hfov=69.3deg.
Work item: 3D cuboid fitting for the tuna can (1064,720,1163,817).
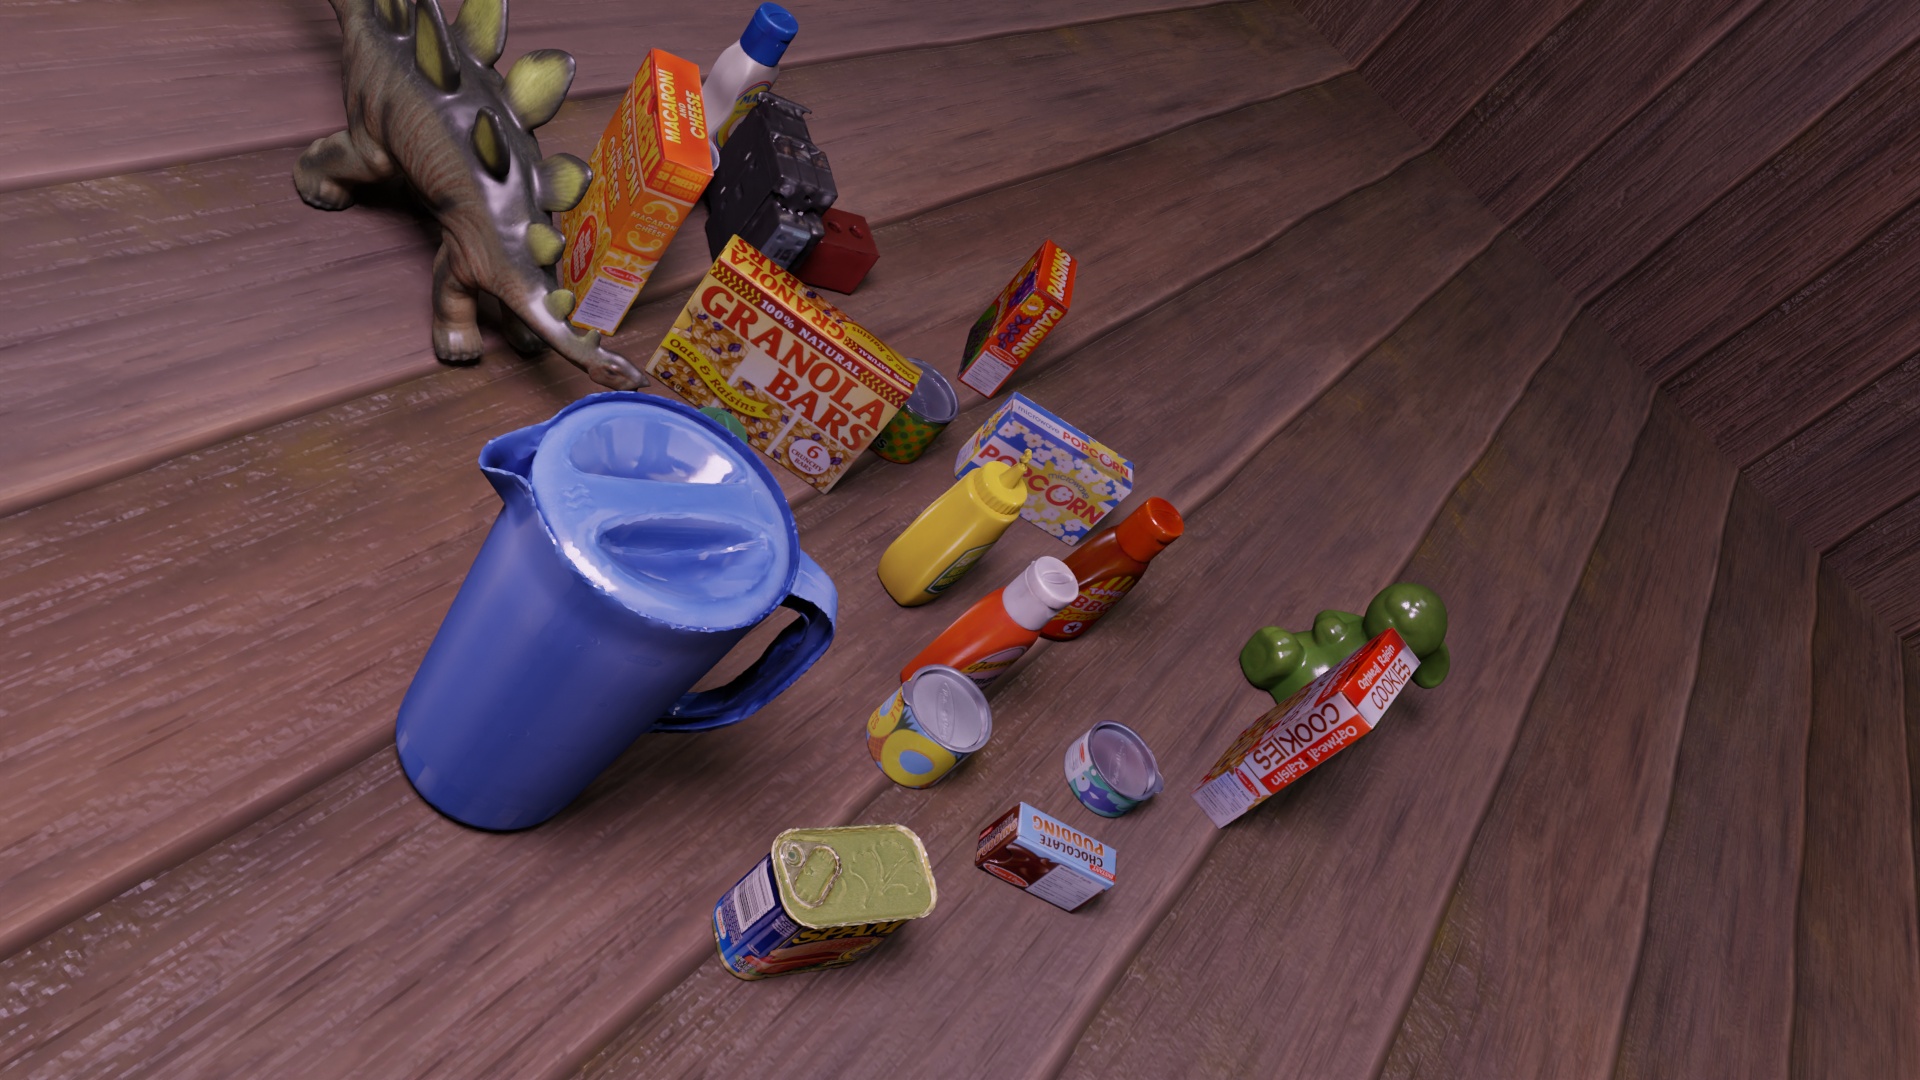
[{"bbox_3d":[0.114,0.171,1.033,0.071,0.032,0.071,24,42,-24],"label":"tuna can"}]

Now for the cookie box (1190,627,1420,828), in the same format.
[{"bbox_3d":[0.269,0.146,1.088,0.040,0.166,0.123,50,38,7],"label":"cookie box"}]

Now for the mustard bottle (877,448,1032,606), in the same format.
[{"bbox_3d":[0.004,-0.013,1.000,0.065,0.159,0.049,-20,70,-49],"label":"mustard bottle"}]

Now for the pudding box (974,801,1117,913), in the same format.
[{"bbox_3d":[0.058,0.213,0.931,0.083,0.049,0.030,30,40,-18],"label":"pudding box"}]

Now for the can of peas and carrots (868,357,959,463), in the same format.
[{"bbox_3d":[-0.046,-0.104,1.122,0.071,0.058,0.071,24,42,-24],"label":"can of peas and carrots"}]

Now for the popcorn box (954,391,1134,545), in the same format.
[{"bbox_3d":[0.070,-0.059,1.163,0.126,0.085,0.038,30,40,-18],"label":"popcorn box"}]

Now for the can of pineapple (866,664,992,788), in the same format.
[{"bbox_3d":[-0.023,0.124,0.933,0.071,0.057,0.071,24,42,-24],"label":"can of pineapple"}]

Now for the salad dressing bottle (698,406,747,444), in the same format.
[{"bbox_3d":[-0.181,-0.023,0.854,0.044,0.147,0.064,21,44,-27],"label":"salad dressing bottle"}]

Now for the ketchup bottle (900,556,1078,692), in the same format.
[{"bbox_3d":[0.022,0.065,0.954,0.065,0.148,0.044,1,55,-42],"label":"ketchup bottle"}]

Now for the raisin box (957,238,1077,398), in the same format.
[{"bbox_3d":[0.051,-0.198,1.243,0.040,0.122,0.086,32,39,-15],"label":"raisin box"}]

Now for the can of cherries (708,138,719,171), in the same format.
[{"bbox_3d":[-0.238,-0.300,1.130,0.071,0.058,0.072,24,42,-24],"label":"can of cherries"}]

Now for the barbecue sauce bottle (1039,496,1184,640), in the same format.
[{"bbox_3d":[0.111,0.022,1.074,0.065,0.148,0.044,10,50,-37],"label":"barbecue sauce bottle"}]

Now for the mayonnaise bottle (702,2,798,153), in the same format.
[{"bbox_3d":[-0.189,-0.387,1.182,0.041,0.147,0.065,49,38,6],"label":"mayonnaise bottle"}]

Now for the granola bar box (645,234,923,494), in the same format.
[{"bbox_3d":[-0.130,-0.124,1.012,0.165,0.123,0.039,35,39,-12],"label":"granola bar box"}]

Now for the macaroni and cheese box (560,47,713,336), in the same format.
[{"bbox_3d":[-0.236,-0.248,0.995,0.040,0.165,0.124,14,47,-34],"label":"macaroni and cheese box"}]
